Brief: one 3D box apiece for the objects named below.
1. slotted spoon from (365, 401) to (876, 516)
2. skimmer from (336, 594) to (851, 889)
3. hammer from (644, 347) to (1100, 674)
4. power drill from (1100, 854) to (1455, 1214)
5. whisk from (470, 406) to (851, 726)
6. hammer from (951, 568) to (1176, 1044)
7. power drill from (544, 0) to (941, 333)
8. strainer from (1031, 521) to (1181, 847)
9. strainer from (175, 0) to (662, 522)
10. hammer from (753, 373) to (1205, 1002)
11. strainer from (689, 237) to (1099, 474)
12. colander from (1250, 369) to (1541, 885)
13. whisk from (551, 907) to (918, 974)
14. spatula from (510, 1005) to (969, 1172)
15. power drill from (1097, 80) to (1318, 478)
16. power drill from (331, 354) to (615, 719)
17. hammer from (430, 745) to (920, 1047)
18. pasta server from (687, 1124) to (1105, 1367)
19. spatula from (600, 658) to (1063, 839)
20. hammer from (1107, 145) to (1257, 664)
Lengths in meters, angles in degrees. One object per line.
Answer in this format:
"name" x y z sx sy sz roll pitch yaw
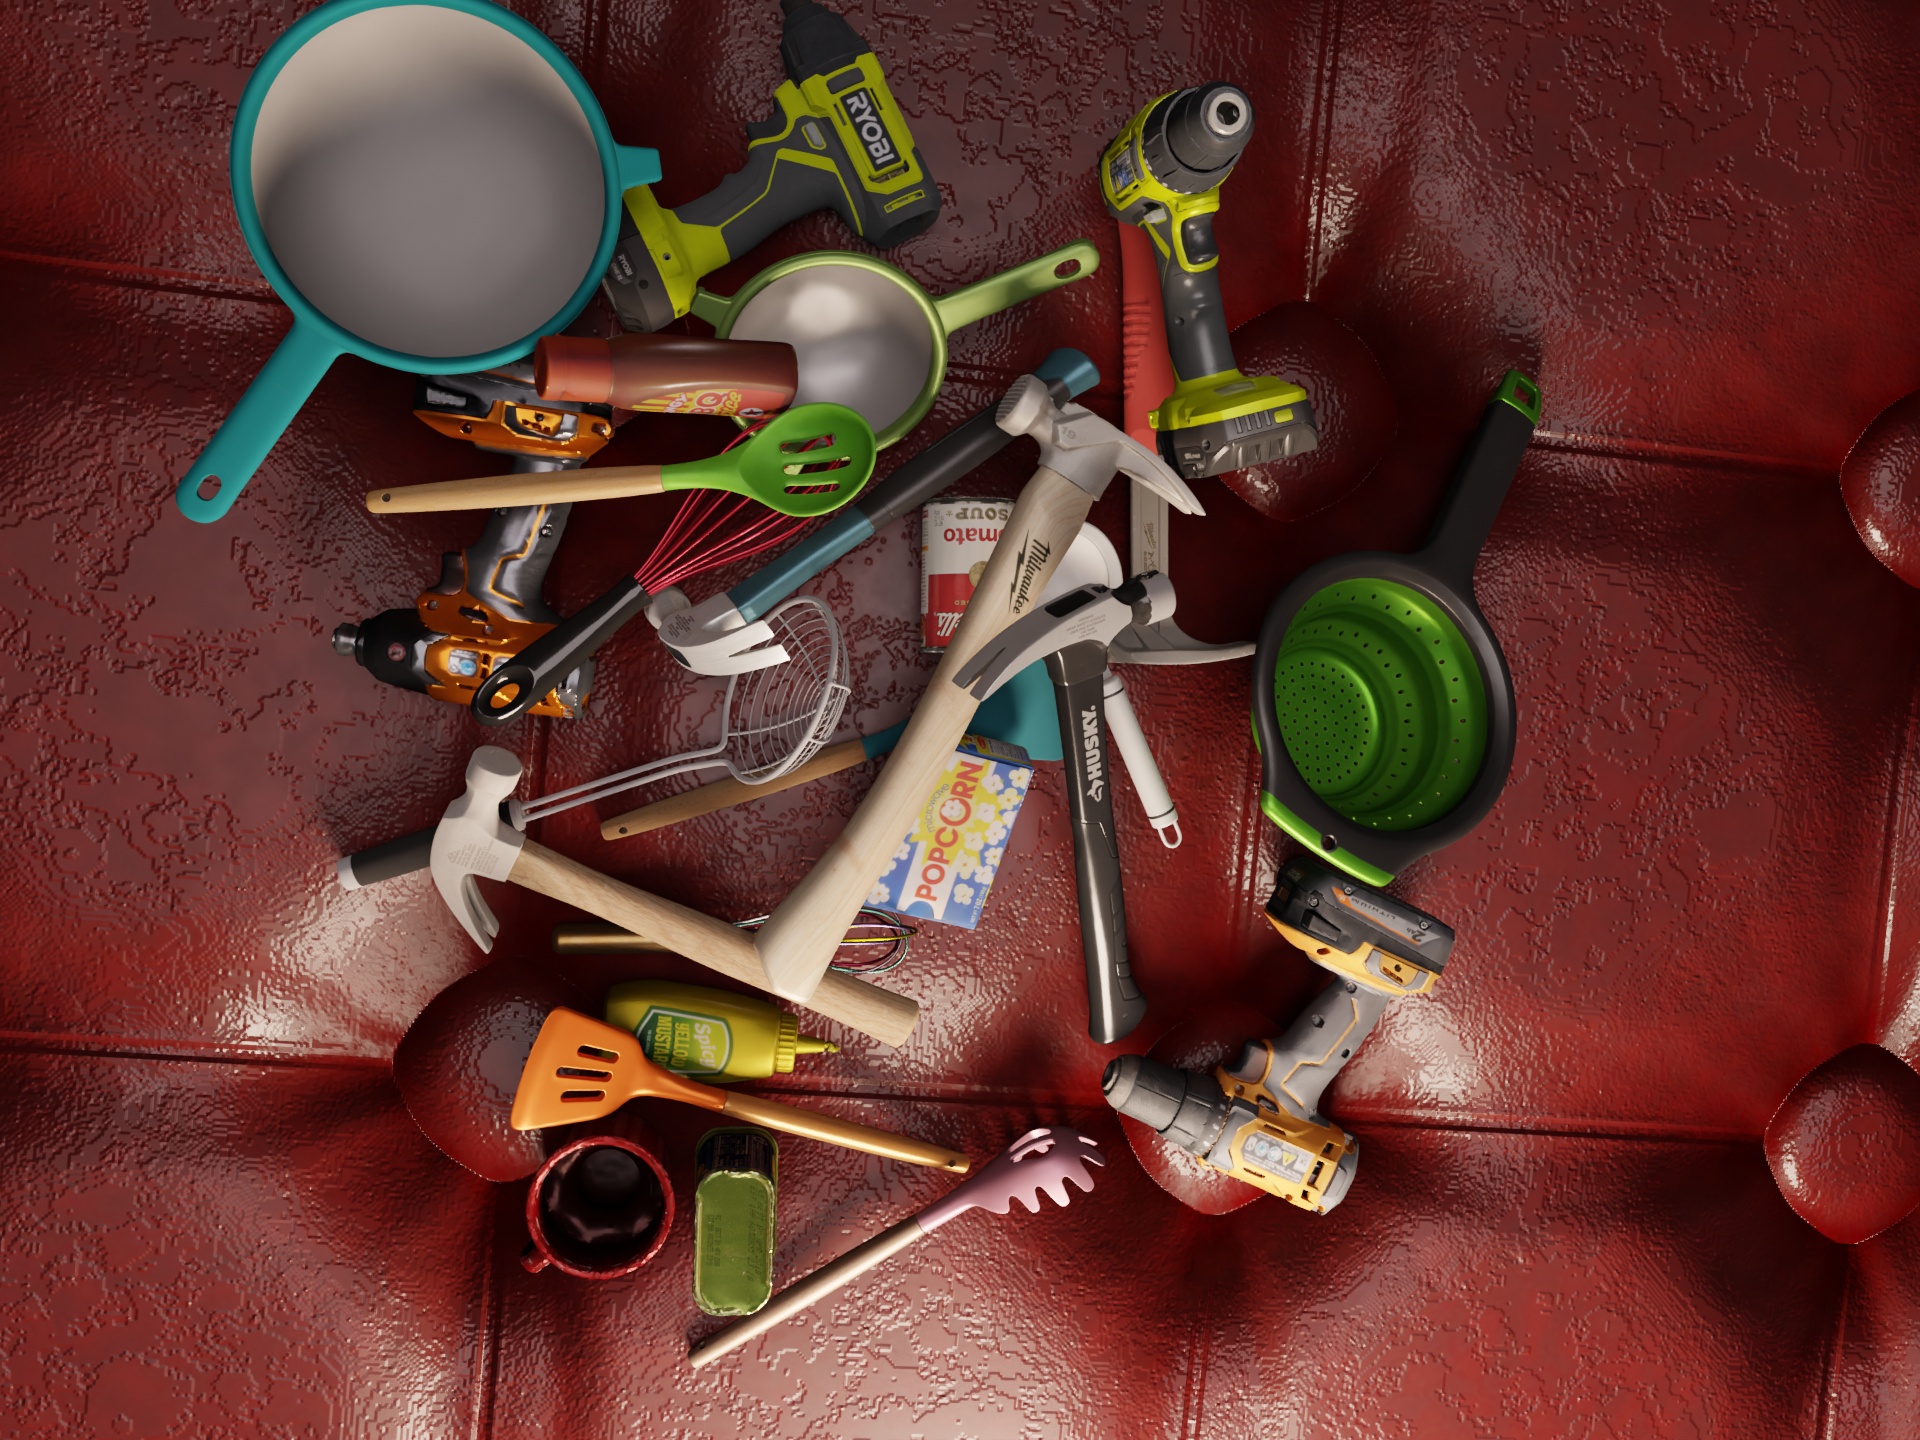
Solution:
"slotted spoon" -0.205 -0.147 0.962 0.314 0.031 0.070 -5 81 3
"skimmer" -0.241 0.023 1.029 0.363 0.127 0.090 -19 137 -1
"hammer" -0.052 -0.139 1.031 0.331 0.128 0.033 -36 126 -5
"power drill" 0.218 0.210 1.107 0.185 0.084 0.226 24 94 -6
"whisk" -0.185 -0.096 0.994 0.296 0.073 0.073 -41 97 -10
"hammer" 0.082 0.075 1.035 0.146 0.035 0.334 -21 121 -22
"power drill" -0.146 -0.362 1.031 0.223 0.080 0.171 -27 91 -8
"strainer" 0.093 -0.029 1.061 0.087 0.050 0.258 -29 102 -23
"strainer" -0.346 -0.259 0.937 0.211 0.095 0.340 36 92 -17
"hammer" -0.002 -0.003 1.003 0.146 0.038 0.410 29 91 -18
"strainer" -0.038 -0.266 1.027 0.256 0.069 0.151 -21 134 5
"colander" 0.303 -0.074 1.105 0.204 0.094 0.397 33 71 -12
"whisk" -0.151 0.147 1.074 0.245 0.047 0.051 -1 122 -2
"spatula" -0.132 0.260 1.046 0.322 0.041 0.081 21 89 -22
"power drill" 0.152 -0.270 0.981 0.080 0.191 0.228 -15 100 -6
"power drill" -0.309 -0.121 1.020 0.164 0.084 0.226 7 96 -7
"hammer" -0.181 0.137 1.029 0.331 0.031 0.130 26 115 -12
"pasta server" -0.047 0.365 1.096 0.316 0.060 0.040 -31 115 1
"spatula" -0.089 0.030 1.072 0.317 0.044 0.082 -18 116 -4
"hammer" 0.139 -0.218 1.093 0.149 0.037 0.359 -1 94 -7
